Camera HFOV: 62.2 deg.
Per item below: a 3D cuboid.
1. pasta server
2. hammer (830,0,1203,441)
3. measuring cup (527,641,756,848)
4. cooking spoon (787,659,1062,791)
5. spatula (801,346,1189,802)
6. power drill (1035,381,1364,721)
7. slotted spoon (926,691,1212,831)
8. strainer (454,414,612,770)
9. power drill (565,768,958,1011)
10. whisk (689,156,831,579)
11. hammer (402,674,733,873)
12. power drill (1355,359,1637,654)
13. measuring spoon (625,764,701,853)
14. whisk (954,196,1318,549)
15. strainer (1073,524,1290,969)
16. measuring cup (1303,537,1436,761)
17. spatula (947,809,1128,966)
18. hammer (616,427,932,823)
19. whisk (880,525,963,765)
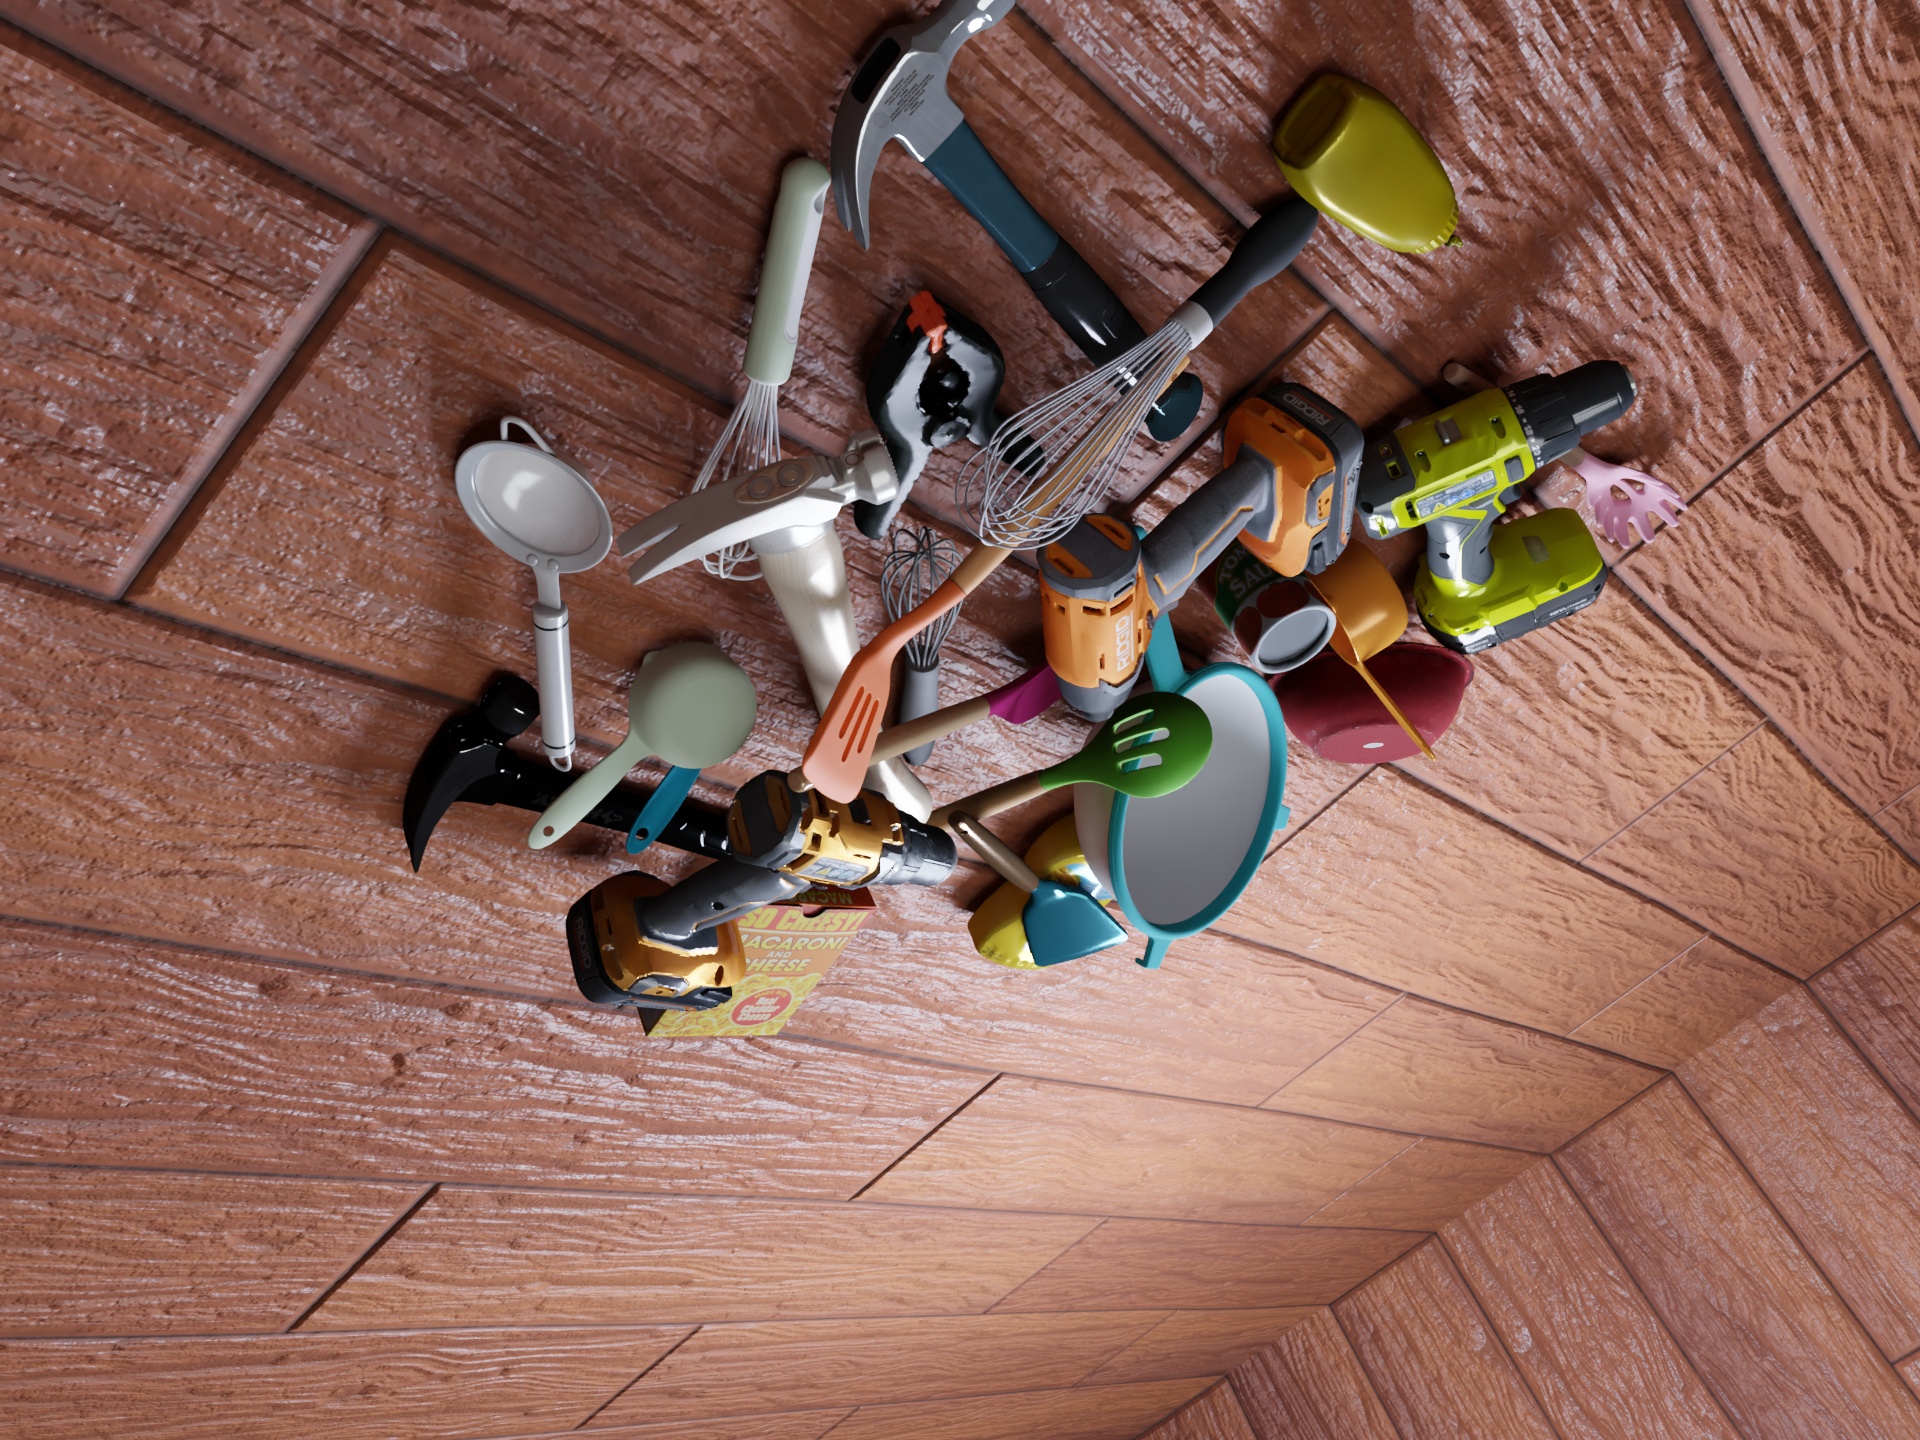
[{"bbox_3d":[0.440,-0.195,1.161,0.316,0.040,0.060,16,137,-42],"label":"pasta server"},{"bbox_3d":[0.049,-0.243,0.848,0.128,0.033,0.330,-42,143,11],"label":"hammer"},{"bbox_3d":[-0.193,0.023,0.964,0.167,0.038,0.083,-44,125,-13],"label":"measuring cup"},{"bbox_3d":[-0.002,-0.003,1.032,0.319,0.017,0.068,-22,149,-51],"label":"cooking spoon"},{"bbox_3d":[0.021,-0.088,0.900,0.322,0.041,0.081,-46,156,-2],"label":"spatula"},{"bbox_3d":[0.145,-0.098,1.008,0.226,0.084,0.164,-35,147,-19],"label":"power drill"},{"bbox_3d":[0.040,0.051,1.113,0.314,0.070,0.031,-23,157,39],"label":"slotted spoon"},{"bbox_3d":[-0.224,-0.066,0.865,0.087,0.050,0.258,16,133,7],"label":"strainer"},{"bbox_3d":[-0.126,0.114,1.056,0.226,0.084,0.185,-34,150,27],"label":"power drill"},{"bbox_3d":[-0.102,-0.174,0.829,0.059,0.058,0.246,24,128,6],"label":"whisk"},{"bbox_3d":[-0.211,0.070,1.067,0.146,0.035,0.334,-44,141,20],"label":"hammer"},{"bbox_3d":[0.386,-0.151,1.124,0.190,0.080,0.228,-23,146,15],"label":"power drill"},{"bbox_3d":[-0.179,0.028,1.016,0.042,0.021,0.128,33,90,-36],"label":"measuring spoon"},{"bbox_3d":[0.103,-0.196,0.867,0.284,0.070,0.070,-46,147,-15],"label":"whisk"},{"bbox_3d":[0.132,0.001,1.162,0.211,0.095,0.340,-41,128,-30],"label":"strainer"},{"bbox_3d":[0.305,-0.054,1.138,0.052,0.174,0.095,-34,169,2],"label":"measuring cup"},{"bbox_3d":[0.049,0.125,1.193,0.082,0.044,0.317,-19,156,12],"label":"spatula"},{"bbox_3d":[-0.083,-0.018,0.977,0.146,0.038,0.410,-22,151,-5],"label":"hammer"},{"bbox_3d":[-0.028,-0.041,1.045,0.055,0.055,0.238,-17,147,-15],"label":"whisk"}]
